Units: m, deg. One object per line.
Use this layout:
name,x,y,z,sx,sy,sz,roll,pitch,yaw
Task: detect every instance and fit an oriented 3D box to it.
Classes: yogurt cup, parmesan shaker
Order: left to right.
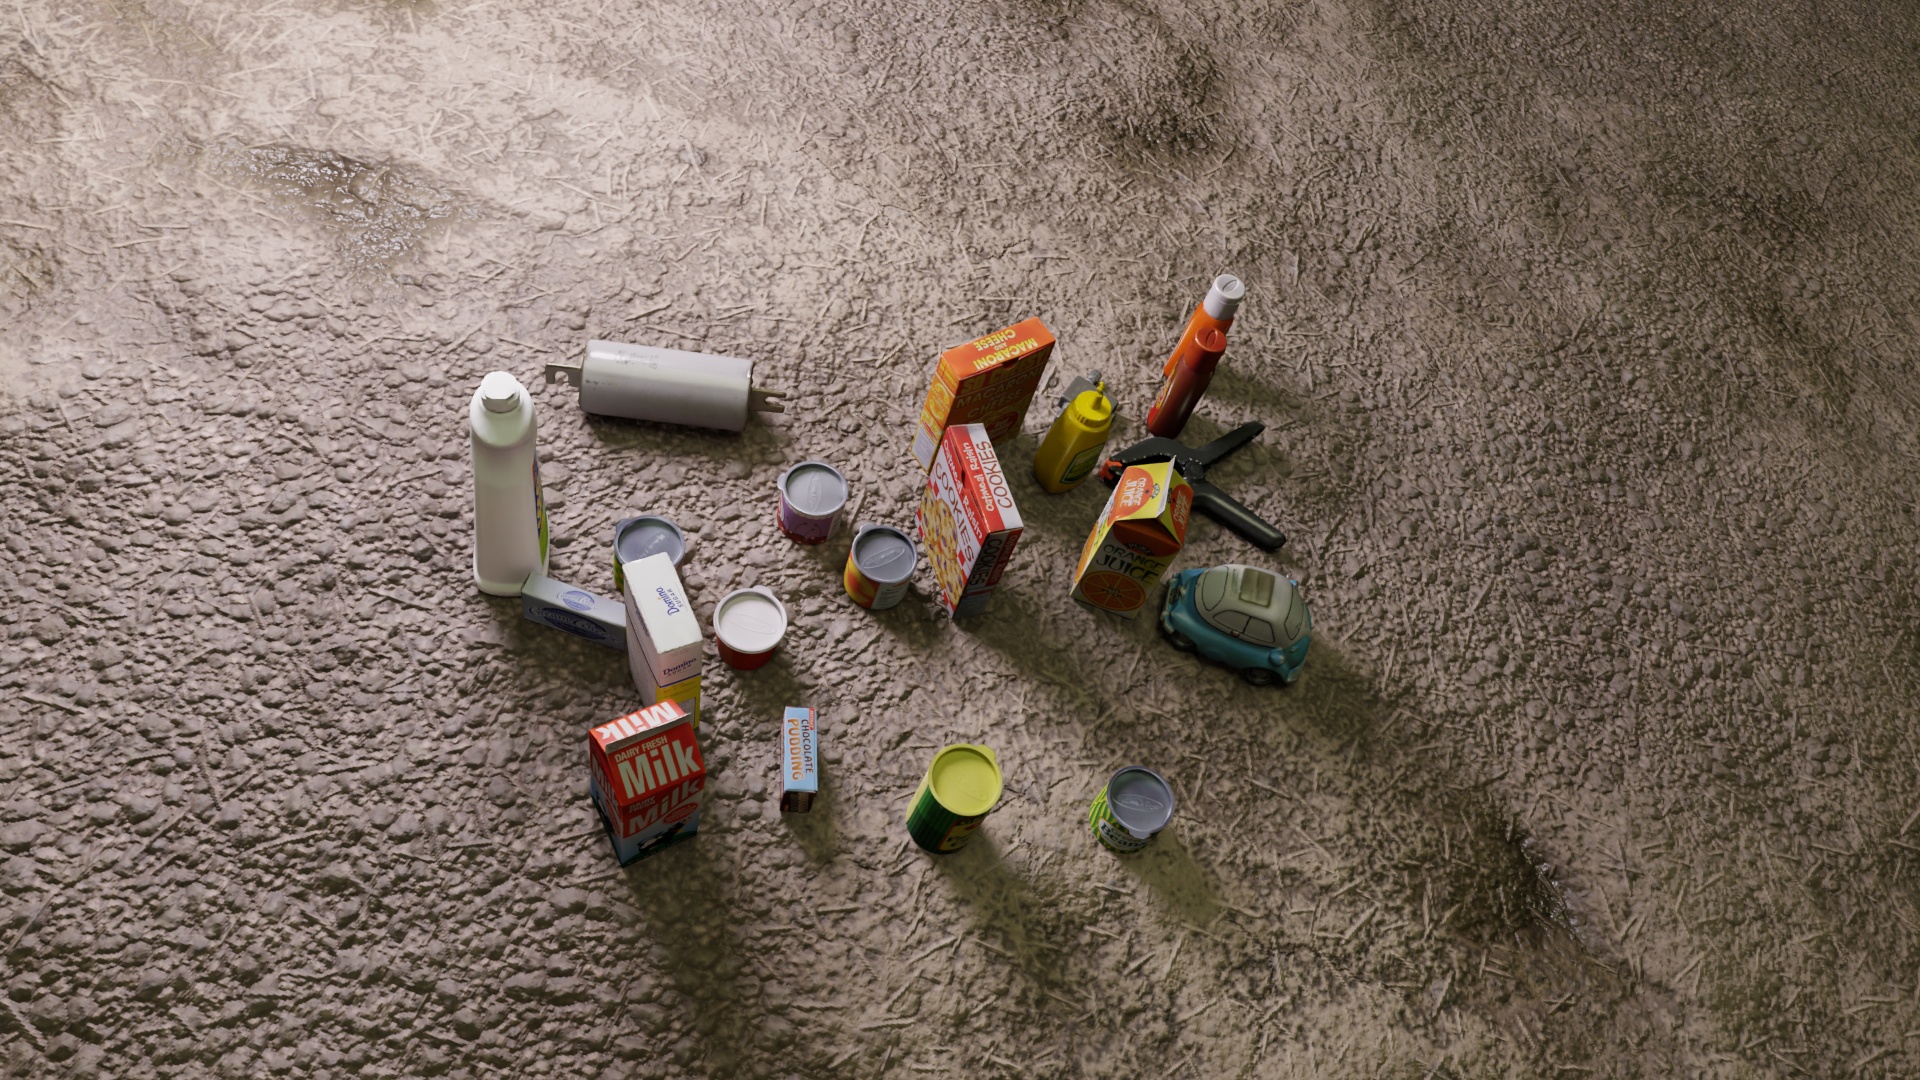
yogurt cup,-0.200,0.087,1.308,0.072,0.053,0.073,7,57,-11
parmesan shaker,-0.005,0.230,1.238,0.071,0.102,0.071,7,57,-11

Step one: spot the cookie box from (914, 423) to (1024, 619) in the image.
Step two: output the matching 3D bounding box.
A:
cookie box,0.005,-0.017,1.361,0.040,0.166,0.123,-10,61,-20

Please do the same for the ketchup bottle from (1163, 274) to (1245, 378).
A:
ketchup bottle,0.282,-0.241,1.590,0.043,0.148,0.065,42,58,13

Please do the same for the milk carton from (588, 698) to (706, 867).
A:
milk carton,-0.258,0.194,1.141,0.072,0.189,0.073,-20,65,-25

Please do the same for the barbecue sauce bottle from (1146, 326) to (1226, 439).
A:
barbecue sauce bottle,0.252,-0.176,1.540,0.044,0.147,0.065,26,55,2

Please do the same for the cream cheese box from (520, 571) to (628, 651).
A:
cream cheese box,-0.352,0.067,1.281,0.104,0.053,0.024,20,55,-2

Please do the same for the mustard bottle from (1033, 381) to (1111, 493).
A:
mustard bottle,0.124,-0.112,1.457,0.065,0.159,0.049,-24,67,-27

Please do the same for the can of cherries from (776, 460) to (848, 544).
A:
can of cherries,-0.152,-0.038,1.398,0.071,0.058,0.072,7,57,-11

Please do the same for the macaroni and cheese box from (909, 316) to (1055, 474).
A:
macaroni and cheese box,0.022,-0.149,1.451,0.124,0.165,0.040,-25,68,-27

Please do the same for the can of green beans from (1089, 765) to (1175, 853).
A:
can of green beans,0.159,0.252,1.295,0.071,0.057,0.071,7,57,-11

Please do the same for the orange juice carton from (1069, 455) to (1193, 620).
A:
orange juice carton,0.176,-0.005,1.383,0.073,0.191,0.072,20,55,-2

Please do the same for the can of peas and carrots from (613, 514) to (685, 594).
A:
can of peas and carrots,-0.299,0.017,1.324,0.071,0.058,0.071,7,57,-11

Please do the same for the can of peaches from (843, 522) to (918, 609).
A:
can of peaches,-0.081,0.026,1.377,0.071,0.057,0.071,7,57,-11

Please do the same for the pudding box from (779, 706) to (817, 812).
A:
pudding box,-0.146,0.197,1.254,0.030,0.049,0.084,4,57,-12
